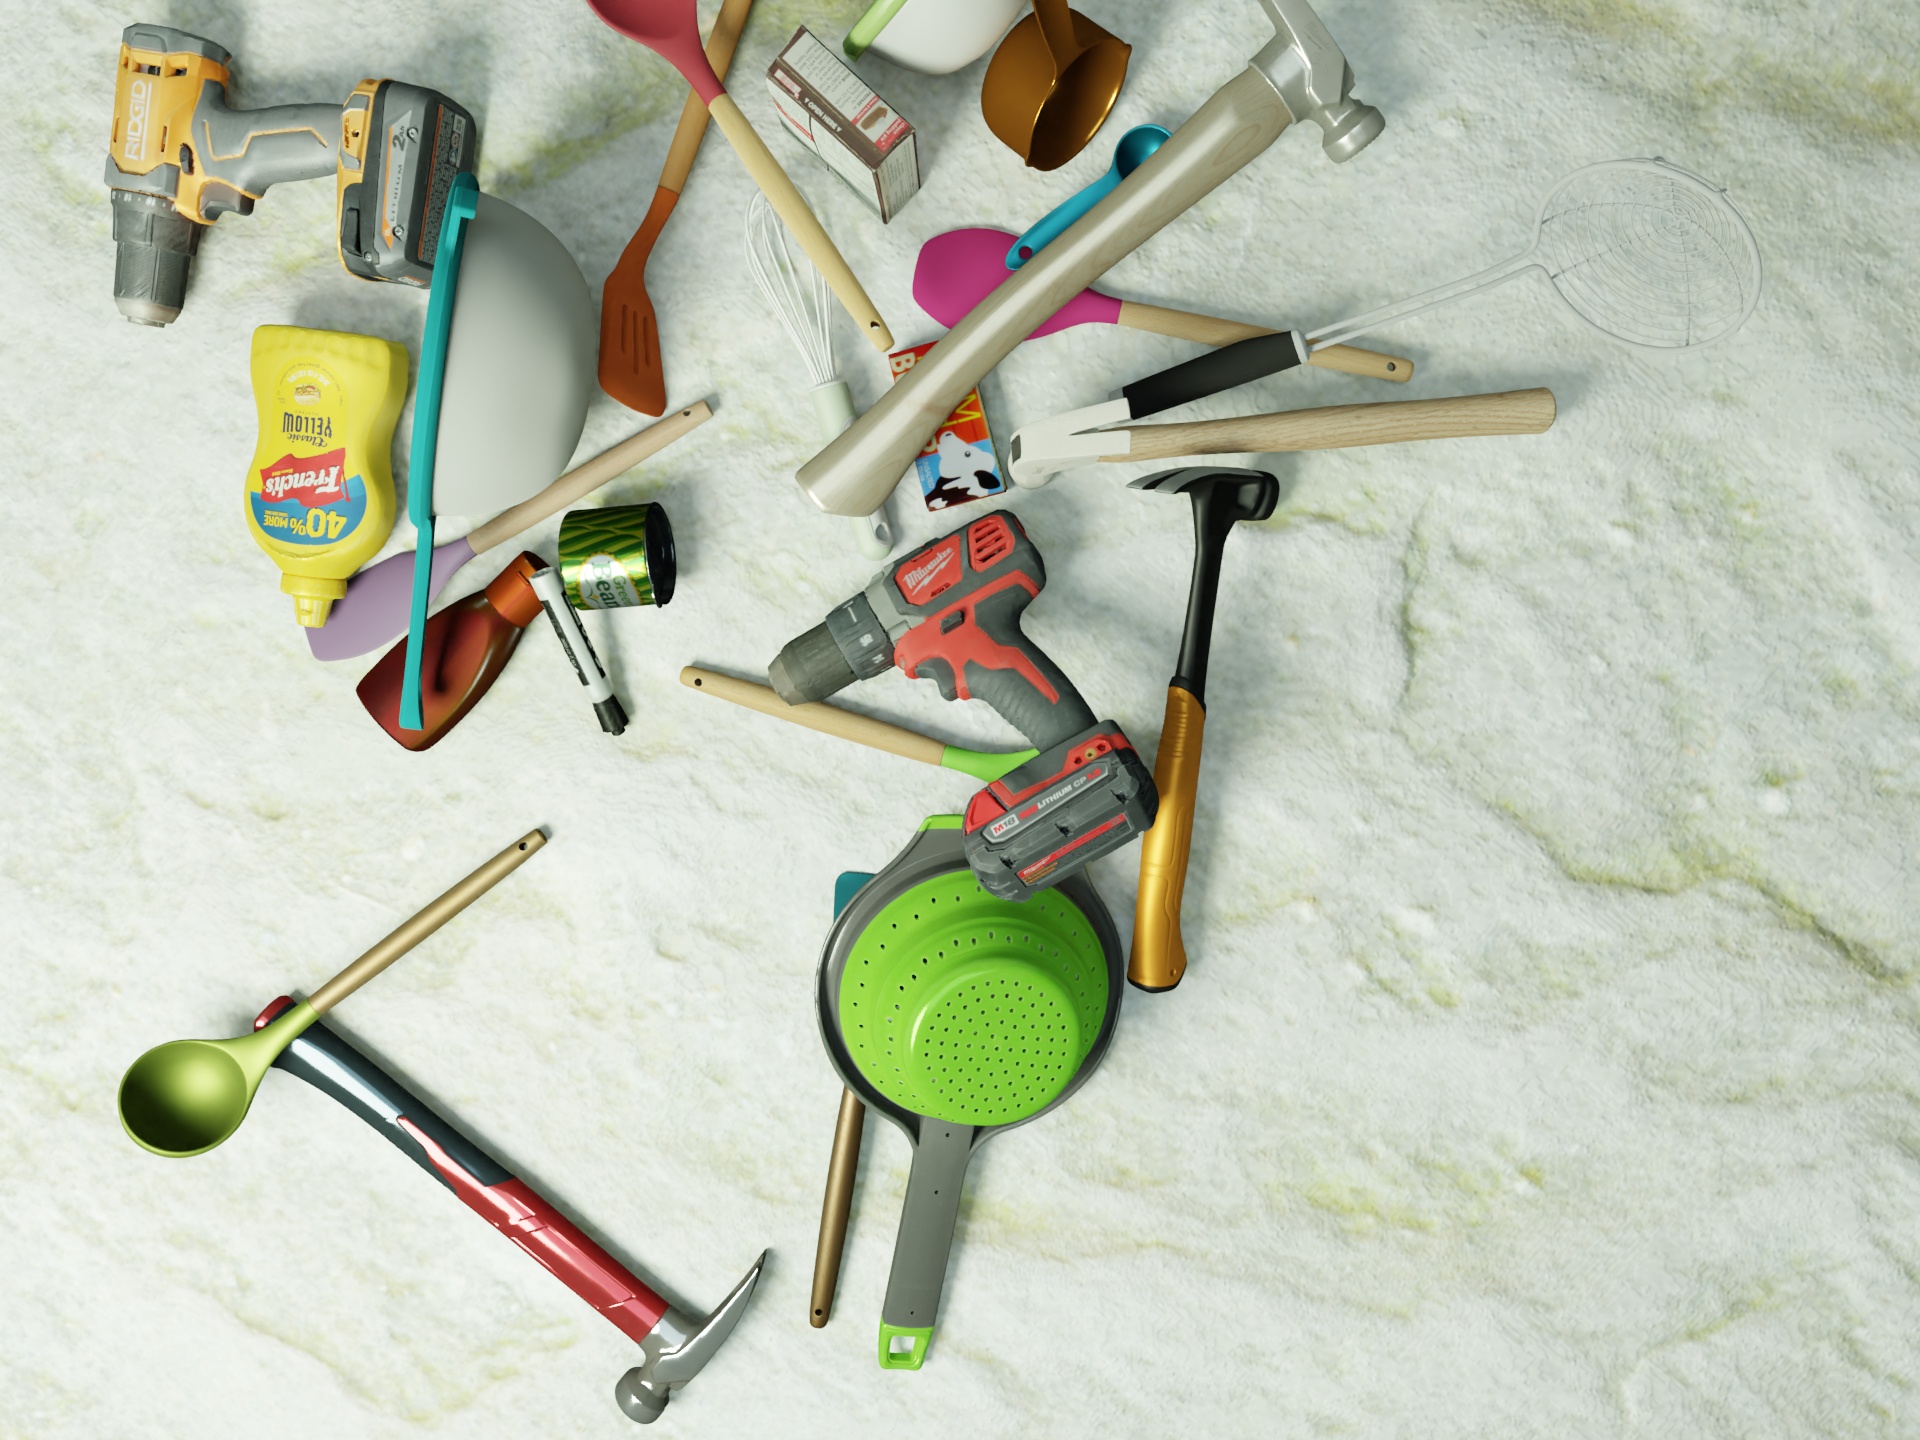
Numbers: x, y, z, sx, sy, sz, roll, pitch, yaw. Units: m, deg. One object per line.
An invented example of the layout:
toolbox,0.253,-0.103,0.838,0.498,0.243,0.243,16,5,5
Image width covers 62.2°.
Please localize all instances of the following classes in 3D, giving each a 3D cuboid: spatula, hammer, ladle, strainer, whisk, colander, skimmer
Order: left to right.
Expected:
ladle,-0.409,0.172,1.050,0.320,0.062,0.078,-37,84,-5
hammer,-0.317,0.309,1.092,0.386,0.038,0.143,39,97,0
strainer,-0.283,-0.153,0.976,0.095,0.211,0.340,7,104,-16
spatula,-0.300,-0.127,1.050,0.316,0.018,0.060,-29,68,6
spatula,-0.167,-0.354,1.001,0.041,0.081,0.322,22,93,19
ladle,-0.131,-0.355,0.964,0.069,0.031,0.315,-34,88,-3
whisk,-0.086,-0.220,1.010,0.059,0.058,0.246,-9,102,41
spatula,-0.070,0.263,1.074,0.082,0.044,0.317,11,102,3
colander,-0.001,0.262,1.013,0.204,0.094,0.397,8,103,-12
strainer,0.009,-0.413,0.888,0.069,0.257,0.151,39,104,-20
hammer,0.055,-0.279,0.962,0.410,0.038,0.146,-40,106,6
hammer,0.135,0.011,0.992,0.034,0.127,0.337,15,106,39
hammer,0.196,-0.176,0.966,0.331,0.130,0.031,-5,91,-3
skimmer,0.259,-0.223,0.925,0.363,0.090,0.127,-16,132,20

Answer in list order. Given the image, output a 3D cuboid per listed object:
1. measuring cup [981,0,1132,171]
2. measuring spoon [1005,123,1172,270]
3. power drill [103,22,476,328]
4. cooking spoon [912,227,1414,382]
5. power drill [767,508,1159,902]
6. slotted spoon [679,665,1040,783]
measuring cup,0.044,-0.391,0.916,0.052,0.173,0.095,42,90,17
measuring spoon,0.081,-0.322,0.994,0.128,0.021,0.042,-35,89,8
power drill,-0.438,-0.331,1.013,0.226,0.084,0.185,12,98,8
cooking spoon,0.126,-0.252,1.000,0.319,0.017,0.068,13,98,4
power drill,-0.002,-0.003,0.973,0.188,0.080,0.227,-30,65,3
slotted spoon,-0.035,0.013,1.040,0.314,0.031,0.070,17,106,5
